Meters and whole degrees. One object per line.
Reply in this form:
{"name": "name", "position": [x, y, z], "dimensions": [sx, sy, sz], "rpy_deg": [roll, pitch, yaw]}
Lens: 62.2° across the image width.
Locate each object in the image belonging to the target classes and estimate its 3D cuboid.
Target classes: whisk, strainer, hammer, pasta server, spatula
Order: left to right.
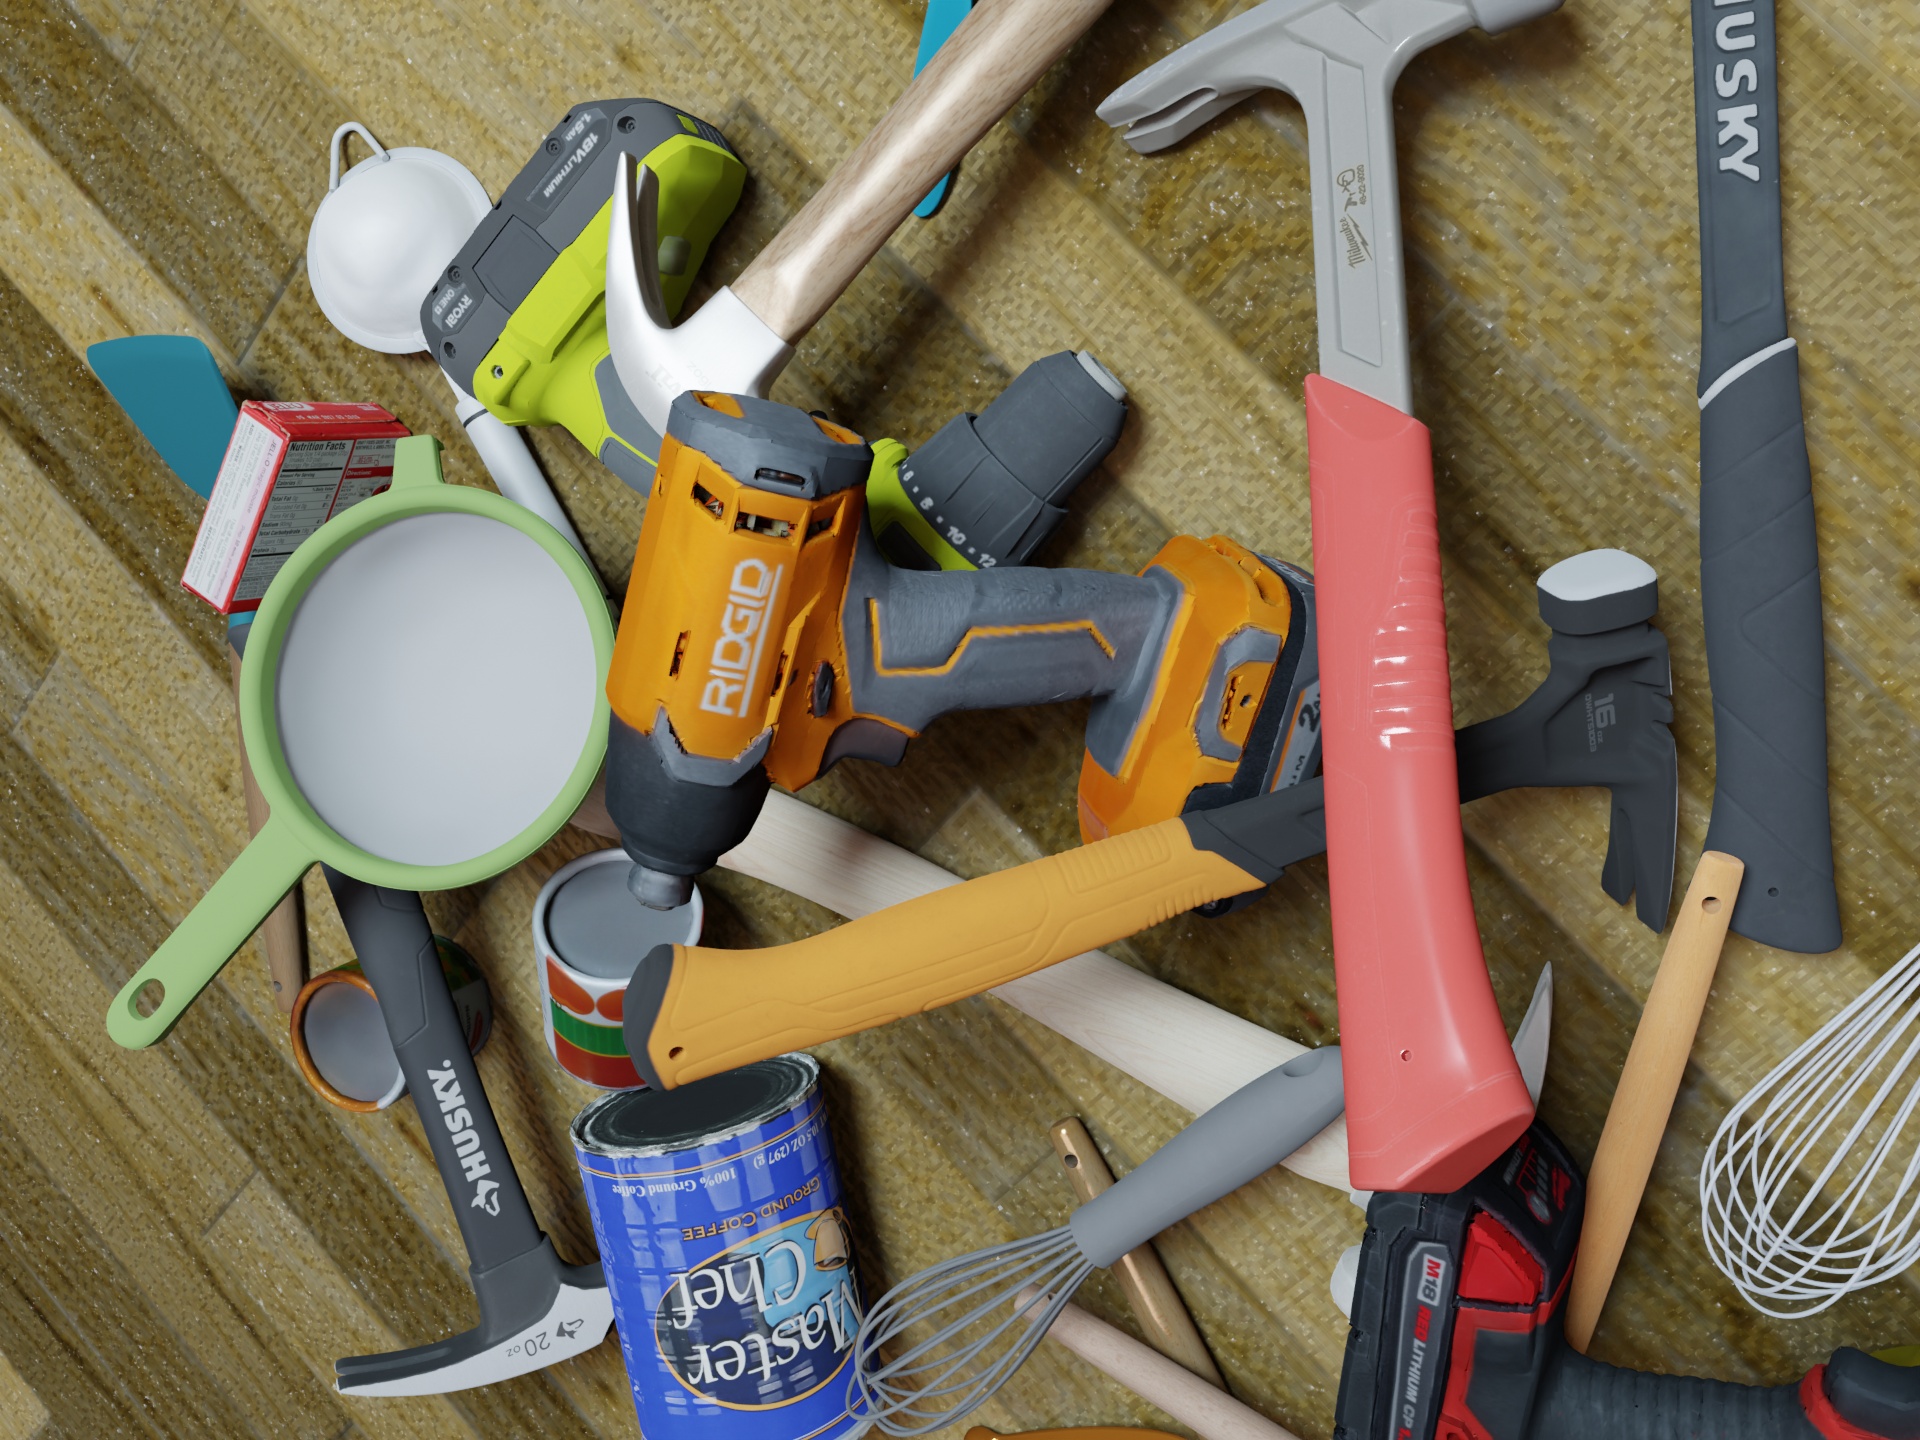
{"name": "spatula", "position": [-0.335, -0.013, 0.729], "dimensions": [0.082, 0.044, 0.317], "rpy_deg": [4, 103, 28]}
{"name": "strainer", "position": [-0.227, 0.028, 0.617], "dimensions": [0.151, 0.069, 0.256], "rpy_deg": [43, 94, 11]}
{"name": "hammer", "position": [-0.233, 0.117, 0.663], "dimensions": [0.035, 0.146, 0.334], "rpy_deg": [-4, 105, 66]}
{"name": "strainer", "position": [-0.202, -0.137, 0.657], "dimensions": [0.087, 0.050, 0.258], "rpy_deg": [-28, 93, 9]}
{"name": "hammer", "position": [0.010, -0.218, 0.516], "dimensions": [0.130, 0.031, 0.331], "rpy_deg": [44, 97, 2]}
{"name": "hammer", "position": [0.013, 0.077, 0.614], "dimensions": [0.411, 0.038, 0.146], "rpy_deg": [25, 107, 16]}
{"name": "whisk", "position": [0.047, 0.188, 0.574], "dimensions": [0.239, 0.055, 0.055], "rpy_deg": [-40, 85, 17]}
{"name": "hammer", "position": [0.062, 0.054, 0.494], "dimensions": [0.337, 0.034, 0.127], "rpy_deg": [-17, 114, -4]}
{"name": "hammer", "position": [0.108, -0.054, 0.451], "dimensions": [0.149, 0.036, 0.359], "rpy_deg": [-12, 68, 37]}
{"name": "pasta server", "position": [0.153, 0.296, 0.570], "dimensions": [0.316, 0.060, 0.040], "rpy_deg": [25, 101, 23]}
{"name": "spatula", "position": [0.213, 0.193, 0.549], "dimensions": [0.081, 0.041, 0.322], "rpy_deg": [16, 107, 19]}
{"name": "hammer", "position": [0.244, -0.127, 0.485], "dimensions": [0.149, 0.036, 0.409], "rpy_deg": [-4, 99, 21]}
{"name": "whisk", "position": [0.316, 0.063, 0.485], "dimensions": [0.070, 0.070, 0.284], "rpy_deg": [30, 104, 14]}

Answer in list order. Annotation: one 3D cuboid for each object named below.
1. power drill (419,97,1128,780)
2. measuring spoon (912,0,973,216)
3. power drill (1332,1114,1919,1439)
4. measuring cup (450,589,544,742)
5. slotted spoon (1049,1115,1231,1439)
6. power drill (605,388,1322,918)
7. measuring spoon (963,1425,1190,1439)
{"name": "power drill", "position": [-0.069, -0.116, 0.588], "dimensions": [0.228, 0.080, 0.190], "rpy_deg": [47, 108, 5]}
{"name": "measuring spoon", "position": [-0.001, -0.247, 0.570], "dimensions": [0.042, 0.021, 0.128], "rpy_deg": [19, 116, 18]}
{"name": "power drill", "position": [0.235, 0.177, 0.453], "dimensions": [0.227, 0.080, 0.187], "rpy_deg": [14, 112, 28]}
{"name": "measuring cup", "position": [-0.242, -0.005, 0.698], "dimensions": [0.167, 0.038, 0.083], "rpy_deg": [-22, 92, 26]}
{"name": "slotted spoon", "position": [0.114, 0.297, 0.623], "dimensions": [0.070, 0.031, 0.314], "rpy_deg": [-29, 87, 26]}
{"name": "power drill", "position": [-0.001, -0.002, 0.518], "dimensions": [0.226, 0.084, 0.164], "rpy_deg": [11, 108, -20]}
{"name": "measuring spoon", "position": [0.046, 0.299, 0.645], "dimensions": [0.117, 0.011, 0.021], "rpy_deg": [-17, 93, 35]}
